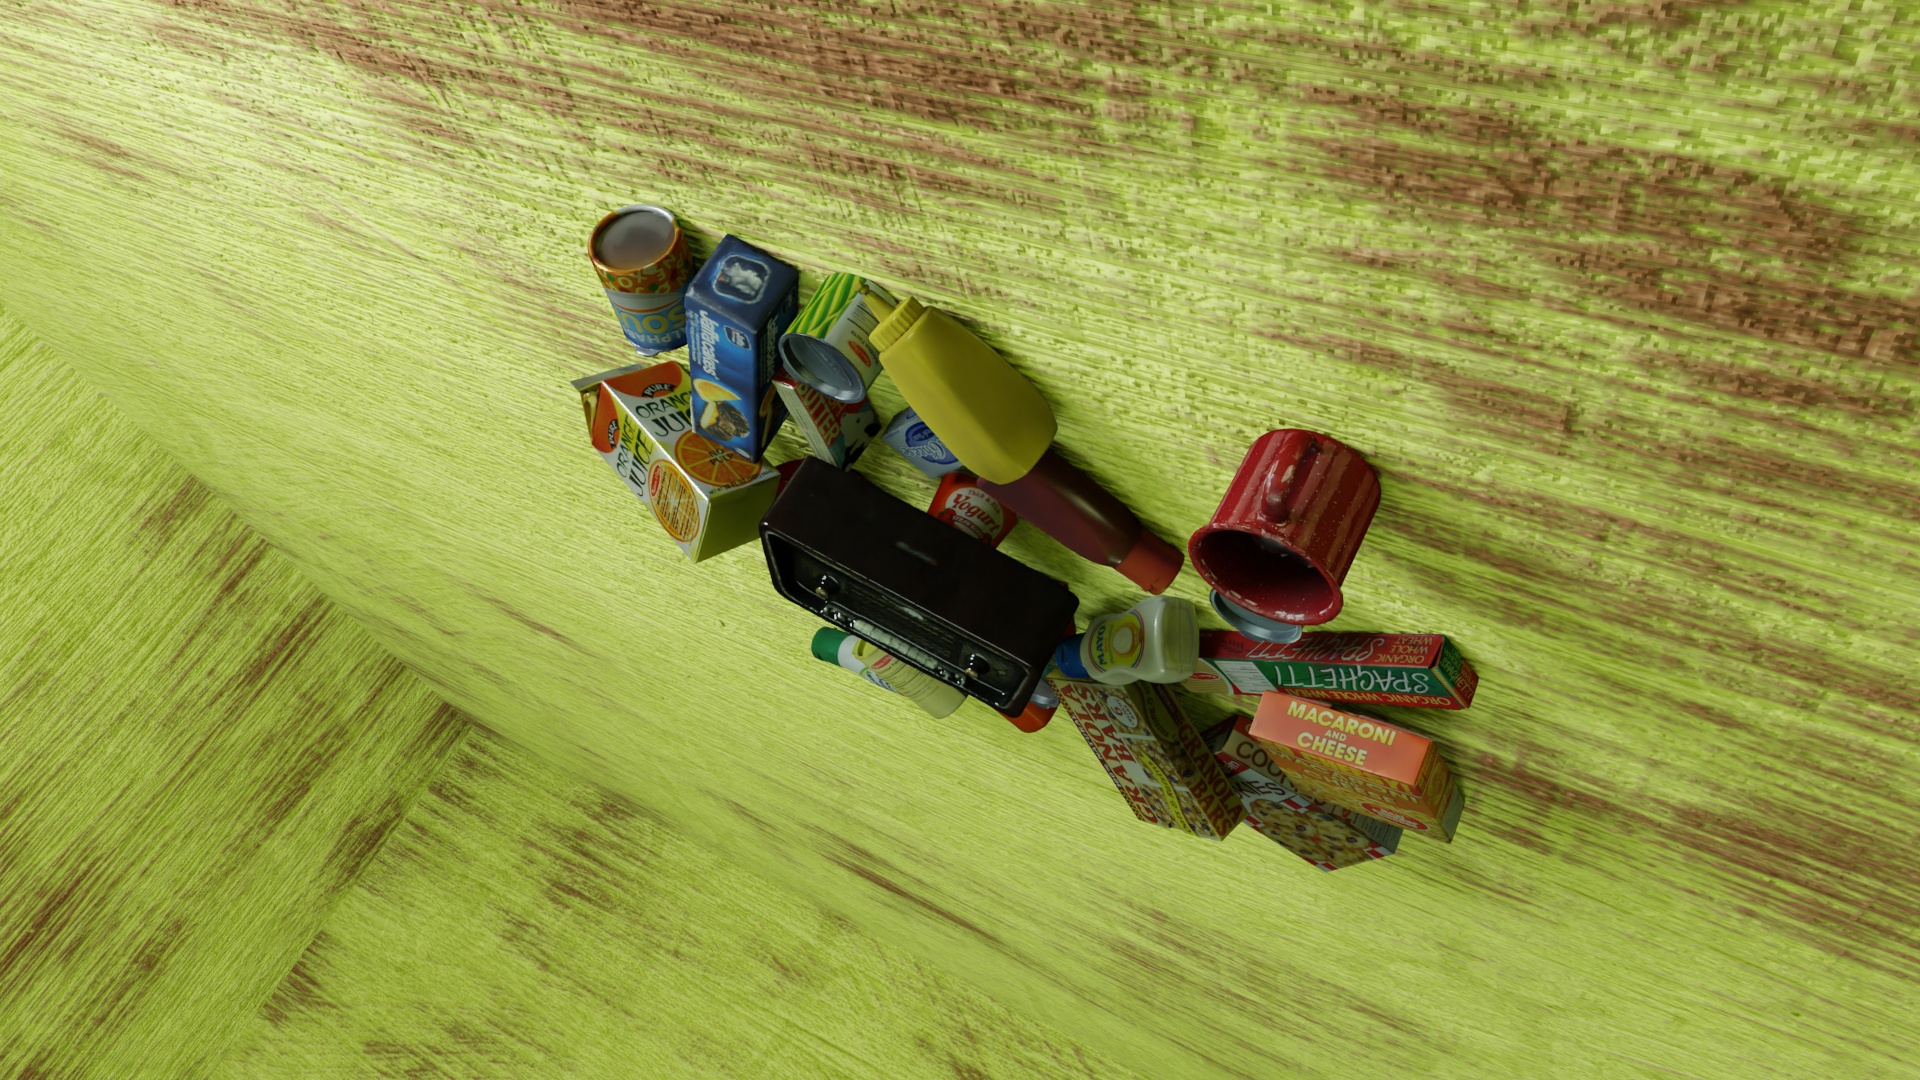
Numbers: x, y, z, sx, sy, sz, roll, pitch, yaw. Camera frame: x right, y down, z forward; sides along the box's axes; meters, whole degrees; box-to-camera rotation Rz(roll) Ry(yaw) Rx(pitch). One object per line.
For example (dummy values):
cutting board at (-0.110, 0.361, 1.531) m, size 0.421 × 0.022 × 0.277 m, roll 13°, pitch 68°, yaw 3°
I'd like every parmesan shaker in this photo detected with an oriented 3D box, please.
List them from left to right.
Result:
parmesan shaker at (-0.044, 0.119, 1.343) m, size 0.103 × 0.071 × 0.071 m, roll 40°, pitch 155°, yaw -19°

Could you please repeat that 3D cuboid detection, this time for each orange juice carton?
orange juice carton at (-0.235, -0.078, 1.123) m, size 0.193 × 0.072 × 0.072 m, roll 45°, pitch 136°, yaw 23°

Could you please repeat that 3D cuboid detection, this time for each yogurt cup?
yogurt cup at (0.004, -0.013, 1.051) m, size 0.072 × 0.054 × 0.072 m, roll 26°, pitch 156°, yaw 13°

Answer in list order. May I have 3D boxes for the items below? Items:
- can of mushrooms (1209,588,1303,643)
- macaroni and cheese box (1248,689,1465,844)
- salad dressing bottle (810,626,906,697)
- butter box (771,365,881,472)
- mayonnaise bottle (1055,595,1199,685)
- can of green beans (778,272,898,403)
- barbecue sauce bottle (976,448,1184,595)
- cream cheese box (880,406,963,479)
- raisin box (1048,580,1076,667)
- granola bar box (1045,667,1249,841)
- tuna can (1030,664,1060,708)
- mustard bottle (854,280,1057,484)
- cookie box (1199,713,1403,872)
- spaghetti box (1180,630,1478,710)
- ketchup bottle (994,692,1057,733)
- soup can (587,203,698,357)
can of mushrooms at (0.204, 0.038, 0.937) m, size 0.071 × 0.033 × 0.070 m, roll 25°, pitch 155°, yaw 13°
macaroni and cheese box at (0.296, 0.168, 1.028) m, size 0.124 × 0.040 × 0.166 m, roll 15°, pitch 163°, yaw 33°
salad dressing bottle at (-0.088, 0.125, 1.437) m, size 0.148 × 0.044 × 0.064 m, roll 16°, pitch 150°, yaw 32°
butter box at (-0.095, -0.098, 1.008) m, size 0.024 × 0.053 × 0.103 m, roll 19°, pitch 153°, yaw 32°
mayonnaise bottle at (0.126, 0.083, 1.075) m, size 0.041 × 0.065 × 0.147 m, roll 7°, pitch 166°, yaw -27°
can of green beans at (-0.076, -0.133, 0.912) m, size 0.071 × 0.058 × 0.071 m, roll 26°, pitch 155°, yaw 13°
barbecue sauce bottle at (0.085, -0.016, 0.962) m, size 0.148 × 0.044 × 0.064 m, roll 34°, pitch 156°, yaw -6°
cream cheese box at (-0.011, -0.077, 0.984) m, size 0.053 × 0.024 × 0.103 m, roll 38°, pitch 156°, yaw -16°
raisin box at (0.031, 0.050, 1.160) m, size 0.123 × 0.040 × 0.085 m, roll 20°, pitch 154°, yaw 22°
granola bar box at (0.155, 0.173, 1.176) m, size 0.165 × 0.039 × 0.124 m, roll 57°, pitch 157°, yaw -13°
tuna can at (0.069, 0.120, 1.254) m, size 0.071 × 0.033 × 0.070 m, roll 26°, pitch 155°, yaw 13°
mustard bottle at (-0.010, -0.107, 0.882) m, size 0.160 × 0.065 × 0.048 m, roll 45°, pitch 148°, yaw -14°
cookie box at (0.276, 0.217, 1.187) m, size 0.167 × 0.040 × 0.122 m, roll 31°, pitch 156°, yaw -1°
spaghetti box at (0.246, 0.090, 0.991) m, size 0.050 × 0.029 × 0.249 m, roll 45°, pitch 153°, yaw -27°
ketchup bottle at (0.020, 0.123, 1.304) m, size 0.148 × 0.044 × 0.064 m, roll 38°, pitch 160°, yaw -13°
soup can at (-0.218, -0.181, 0.972) m, size 0.071 × 0.071 × 0.083 m, roll 23°, pitch 154°, yaw 19°
